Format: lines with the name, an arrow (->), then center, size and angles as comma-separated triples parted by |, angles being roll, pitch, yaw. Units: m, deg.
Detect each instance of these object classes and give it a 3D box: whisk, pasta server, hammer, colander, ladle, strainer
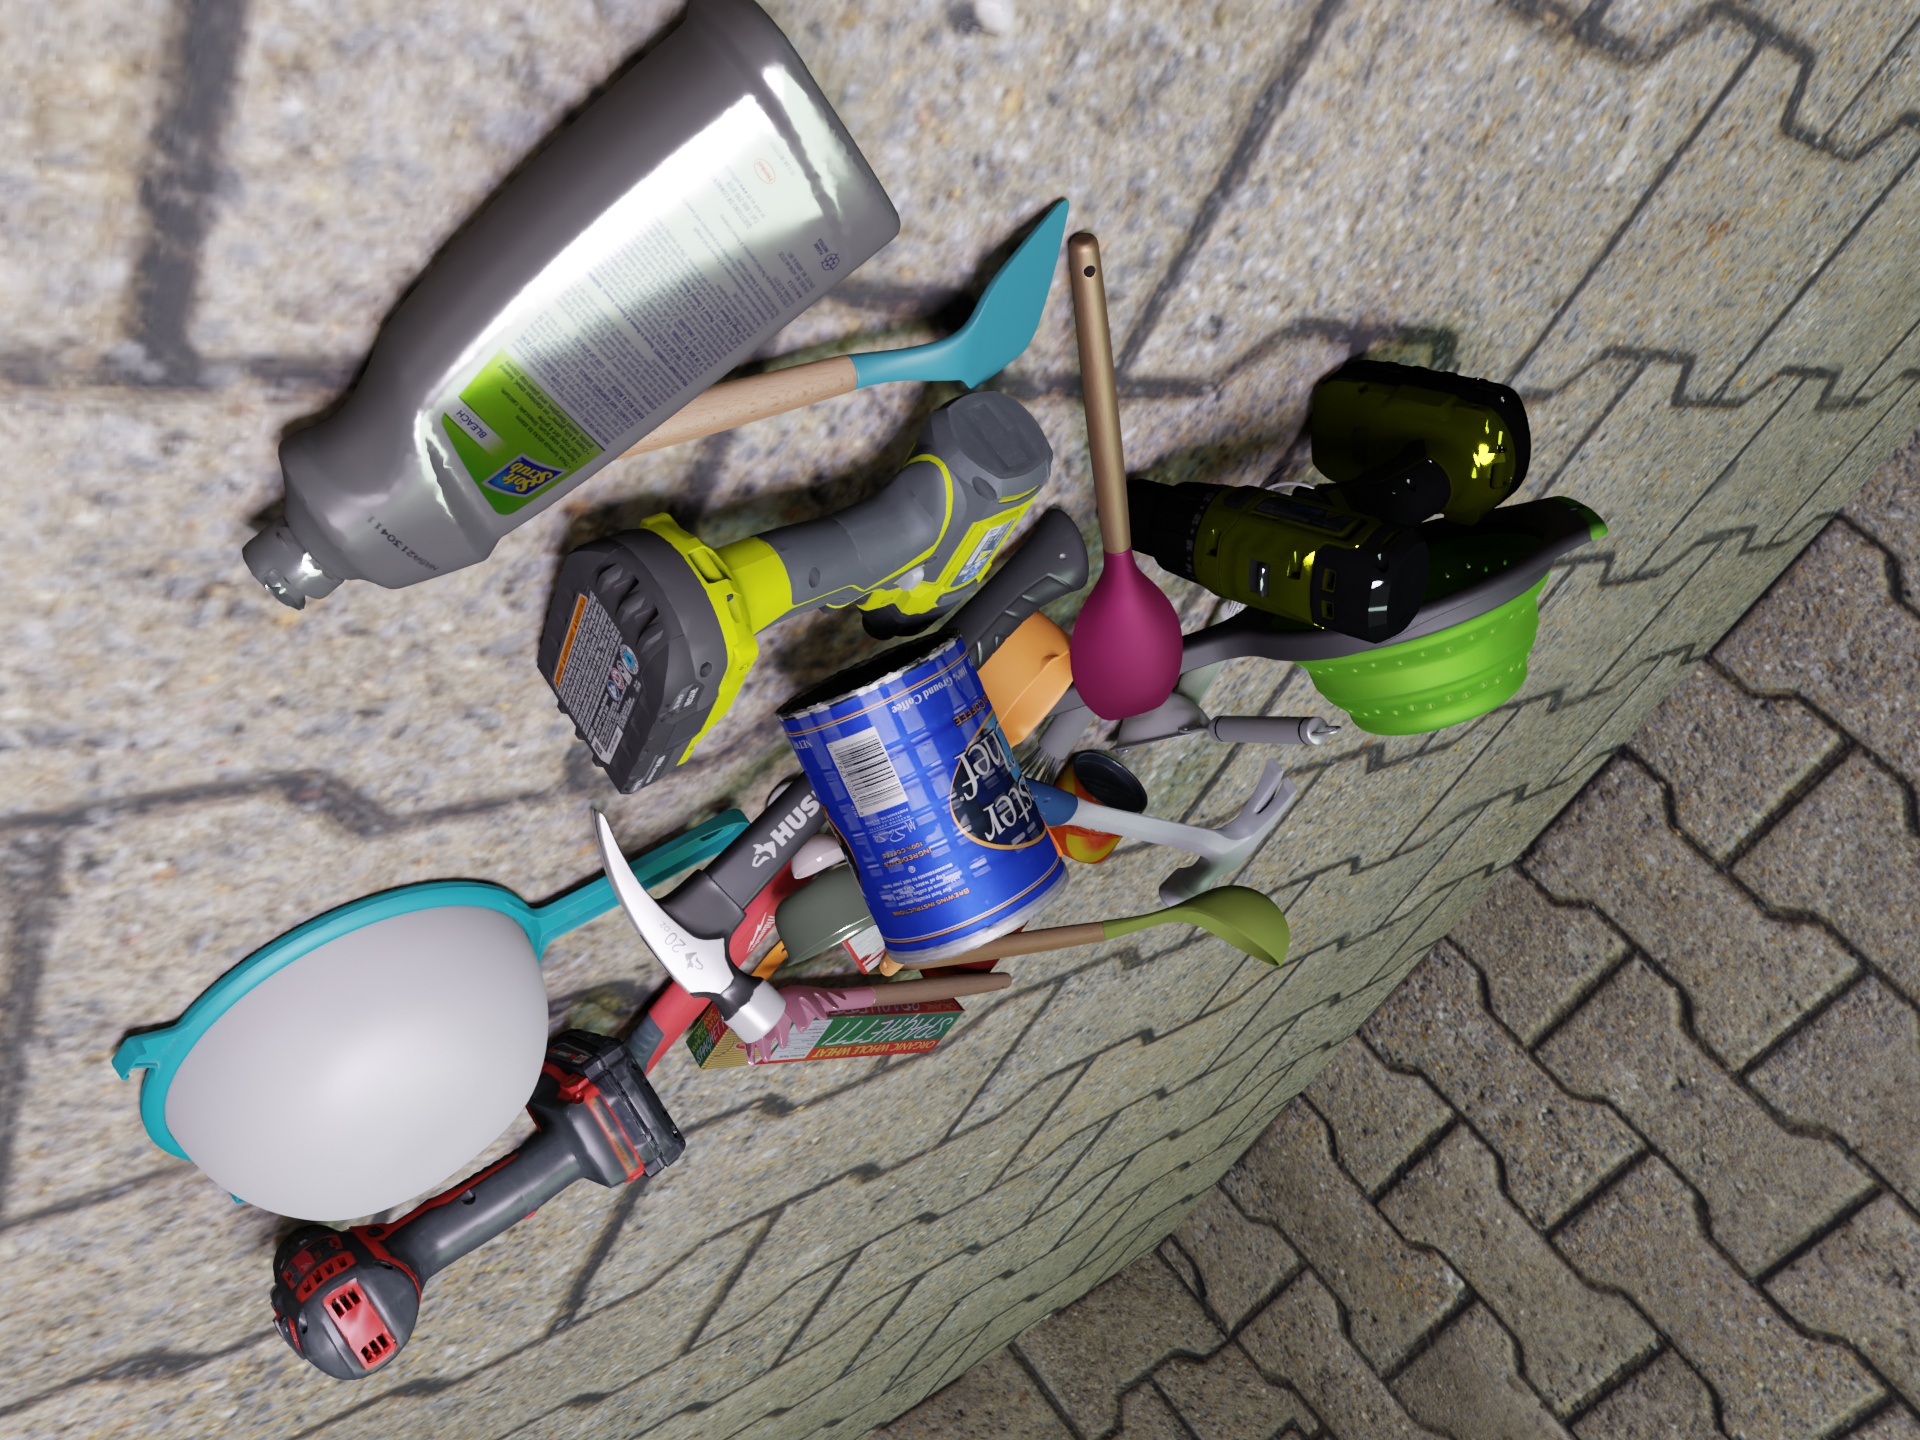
whisk -> 0.201, -0.081, 1.138 | 0.246, 0.059, 0.058 | 112, 3, -51
pasta server -> -0.049, 0.207, 1.165 | 0.060, 0.040, 0.316 | -39, 156, 26
hammer -> -0.175, 0.187, 1.042 | 0.386, 0.038, 0.143 | -49, 155, 16
hammer -> -0.050, 0.004, 0.868 | 0.335, 0.146, 0.035 | -46, -165, -14
colander -> 0.210, -0.027, 1.005 | 0.397, 0.094, 0.204 | -19, -165, 12
ladle -> 0.083, 0.172, 1.183 | 0.320, 0.062, 0.078 | -10, 157, 12
strainer -> -0.240, 0.158, 0.835 | 0.340, 0.095, 0.210 | -29, 152, -23
whisk -> 0.067, 0.020, 1.109 | 0.055, 0.055, 0.239 | -1, 129, -54
strainer -> 0.182, 0.003, 1.131 | 0.087, 0.050, 0.258 | -14, -173, -27
hammer -> 0.081, 0.058, 1.084 | 0.405, 0.035, 0.144 | 15, 123, -45

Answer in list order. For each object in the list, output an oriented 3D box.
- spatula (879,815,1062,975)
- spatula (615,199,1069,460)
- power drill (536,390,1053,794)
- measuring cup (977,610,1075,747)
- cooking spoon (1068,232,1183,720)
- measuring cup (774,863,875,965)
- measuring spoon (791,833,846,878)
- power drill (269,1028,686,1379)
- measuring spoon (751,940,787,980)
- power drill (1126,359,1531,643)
spatula -> -0.005, 0.108, 1.024 | 0.041, 0.081, 0.322 | -23, 163, -32
spatula -> -0.075, -0.146, 0.670 | 0.317, 0.044, 0.082 | -22, 150, -27
power drill -> -0.074, -0.057, 0.738 | 0.223, 0.080, 0.171 | -28, 166, -33
measuring cup -> -0.001, -0.003, 0.939 | 0.173, 0.052, 0.095 | -39, 163, -26
cooking spoon -> 0.081, -0.113, 0.850 | 0.069, 0.017, 0.318 | -16, 134, -3
measuring cup -> -0.073, 0.117, 0.997 | 0.083, 0.038, 0.167 | -29, 173, -1
measuring spoon -> -0.065, 0.073, 0.957 | 0.034, 0.018, 0.124 | -36, 168, 22
power drill -> -0.292, 0.277, 0.923 | 0.227, 0.080, 0.188 | -34, -168, -29
measuring spoon -> -0.145, 0.191, 1.121 | 0.021, 0.011, 0.117 | 1, 132, -55
power drill -> 0.214, -0.136, 0.941 | 0.228, 0.191, 0.080 | -36, 134, -37
